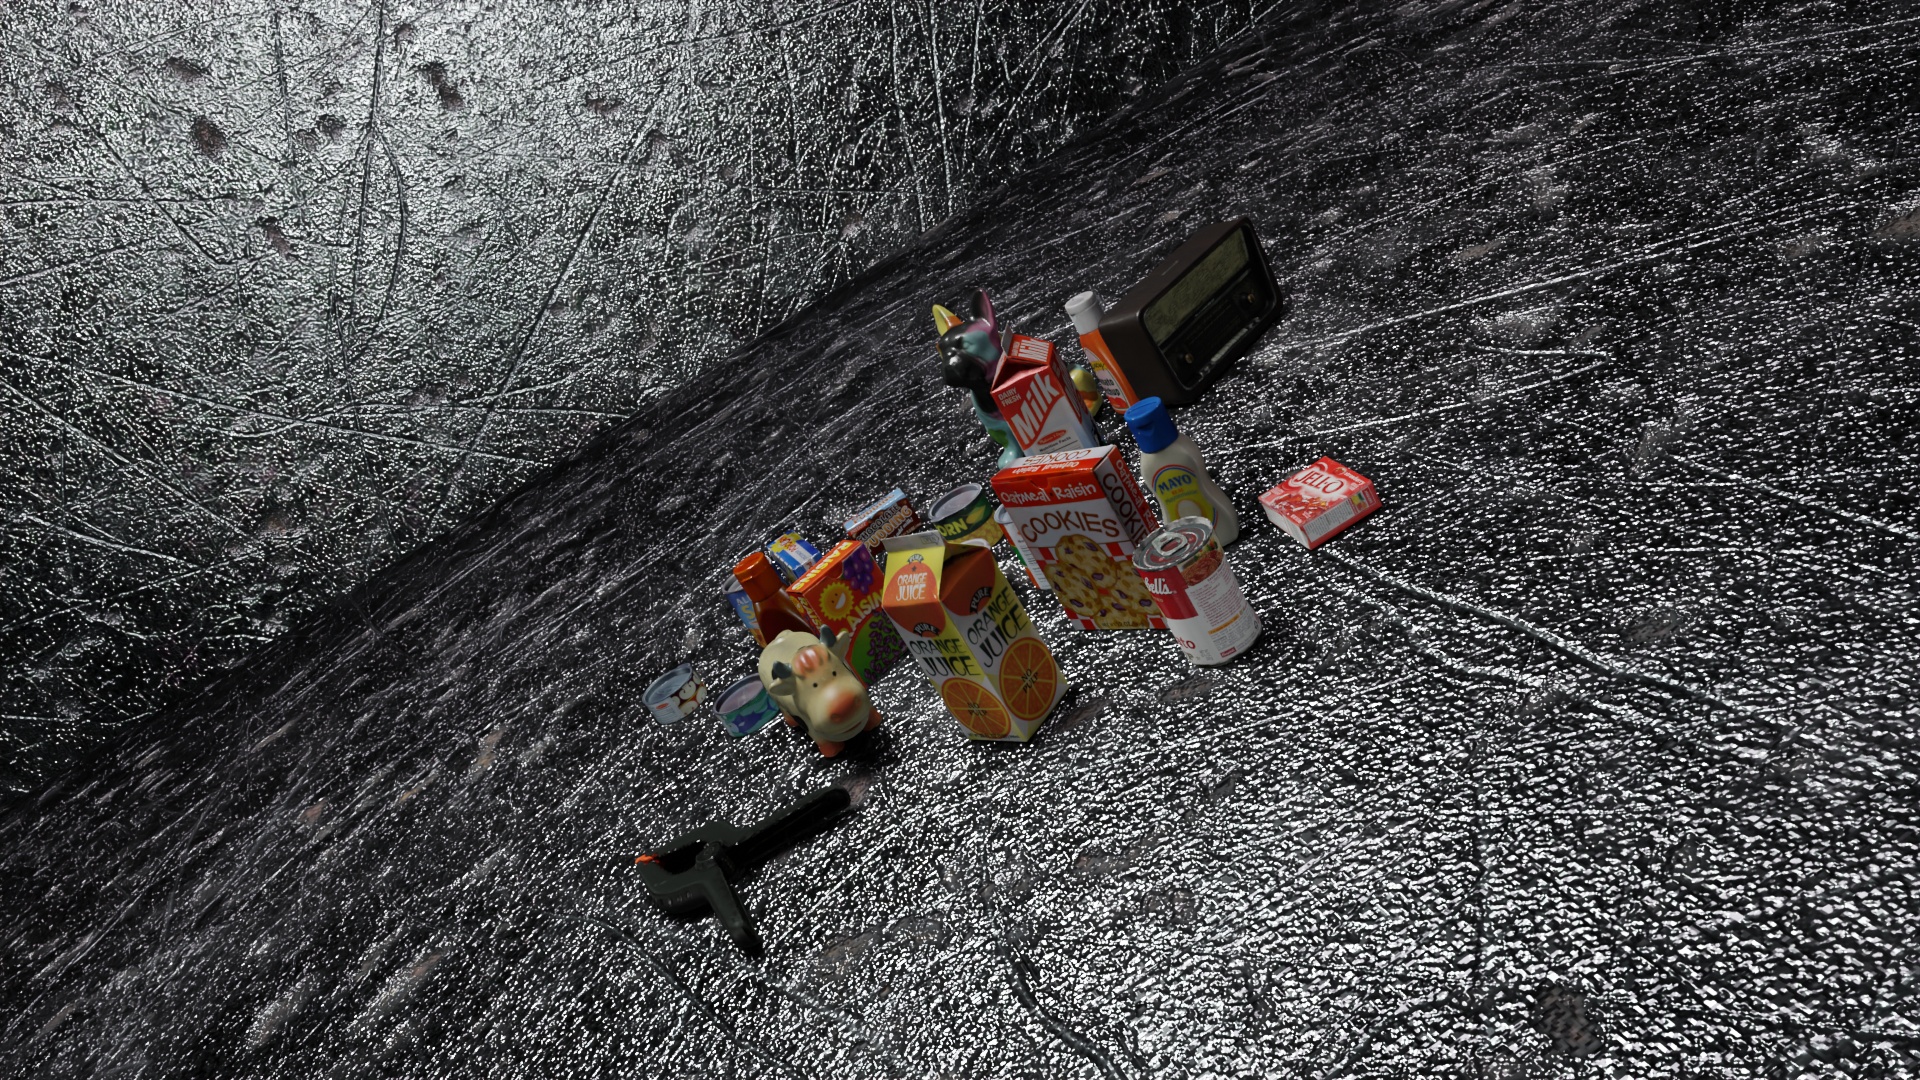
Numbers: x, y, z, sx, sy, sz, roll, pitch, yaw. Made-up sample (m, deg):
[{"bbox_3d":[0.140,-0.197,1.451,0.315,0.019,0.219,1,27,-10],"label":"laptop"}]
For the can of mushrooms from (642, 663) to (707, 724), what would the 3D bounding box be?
[{"bbox_3d":[-0.320,0.172,1.564,0.071,0.033,0.071,-26,22,11],"label":"can of mushrooms"}]

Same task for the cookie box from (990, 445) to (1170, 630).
[{"bbox_3d":[0.114,0.001,1.189,0.123,0.167,0.040,-5,33,48],"label":"cookie box"}]

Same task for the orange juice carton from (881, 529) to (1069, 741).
[{"bbox_3d":[0.004,0.072,1.145,0.071,0.192,0.073,-7,32,46],"label":"orange juice carton"}]

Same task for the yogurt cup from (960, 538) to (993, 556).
[{"bbox_3d":[0.010,0.039,1.398,0.072,0.053,0.073,-26,22,12],"label":"yogurt cup"}]

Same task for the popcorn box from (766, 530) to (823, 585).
[{"bbox_3d":[-0.171,0.043,1.582,0.038,0.085,0.127,-35,22,-11],"label":"popcorn box"}]

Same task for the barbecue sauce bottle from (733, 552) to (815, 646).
[{"bbox_3d":[-0.178,0.081,1.422,0.065,0.148,0.044,-22,23,22],"label":"barbecue sauce bottle"}]

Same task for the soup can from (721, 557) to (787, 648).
[{"bbox_3d":[-0.222,0.073,1.585,0.071,0.083,0.071,-26,22,12],"label":"soup can"}]

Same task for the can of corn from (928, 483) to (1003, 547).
[{"bbox_3d":[0.005,-0.019,1.525,0.071,0.058,0.071,-26,22,12],"label":"can of corn"}]

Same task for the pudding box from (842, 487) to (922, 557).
[{"bbox_3d":[-0.093,-0.020,1.666,0.084,0.049,0.030,-33,21,-5],"label":"pudding box"}]

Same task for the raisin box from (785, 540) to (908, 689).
[{"bbox_3d":[-0.105,0.073,1.379,0.086,0.123,0.040,-42,24,-26],"label":"raisin box"}]

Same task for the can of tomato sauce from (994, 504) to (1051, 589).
[{"bbox_3d":[0.082,-0.005,1.360,0.071,0.083,0.071,-26,22,12],"label":"can of tomato sauce"}]

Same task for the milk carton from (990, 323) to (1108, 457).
[{"bbox_3d":[0.091,-0.142,1.502,0.073,0.190,0.073,-24,22,18],"label":"milk carton"}]

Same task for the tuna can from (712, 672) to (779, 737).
[{"bbox_3d":[-0.218,0.169,1.439,0.071,0.032,0.071,-26,22,11],"label":"tuna can"}]

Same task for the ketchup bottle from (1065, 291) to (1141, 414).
[{"bbox_3d":[0.172,-0.219,1.622,0.043,0.148,0.065,-36,22,-12],"label":"ketchup bottle"}]

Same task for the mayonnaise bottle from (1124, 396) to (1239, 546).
[{"bbox_3d":[0.194,-0.057,1.241,0.064,0.147,0.041,-21,23,25],"label":"mayonnaise bottle"}]
